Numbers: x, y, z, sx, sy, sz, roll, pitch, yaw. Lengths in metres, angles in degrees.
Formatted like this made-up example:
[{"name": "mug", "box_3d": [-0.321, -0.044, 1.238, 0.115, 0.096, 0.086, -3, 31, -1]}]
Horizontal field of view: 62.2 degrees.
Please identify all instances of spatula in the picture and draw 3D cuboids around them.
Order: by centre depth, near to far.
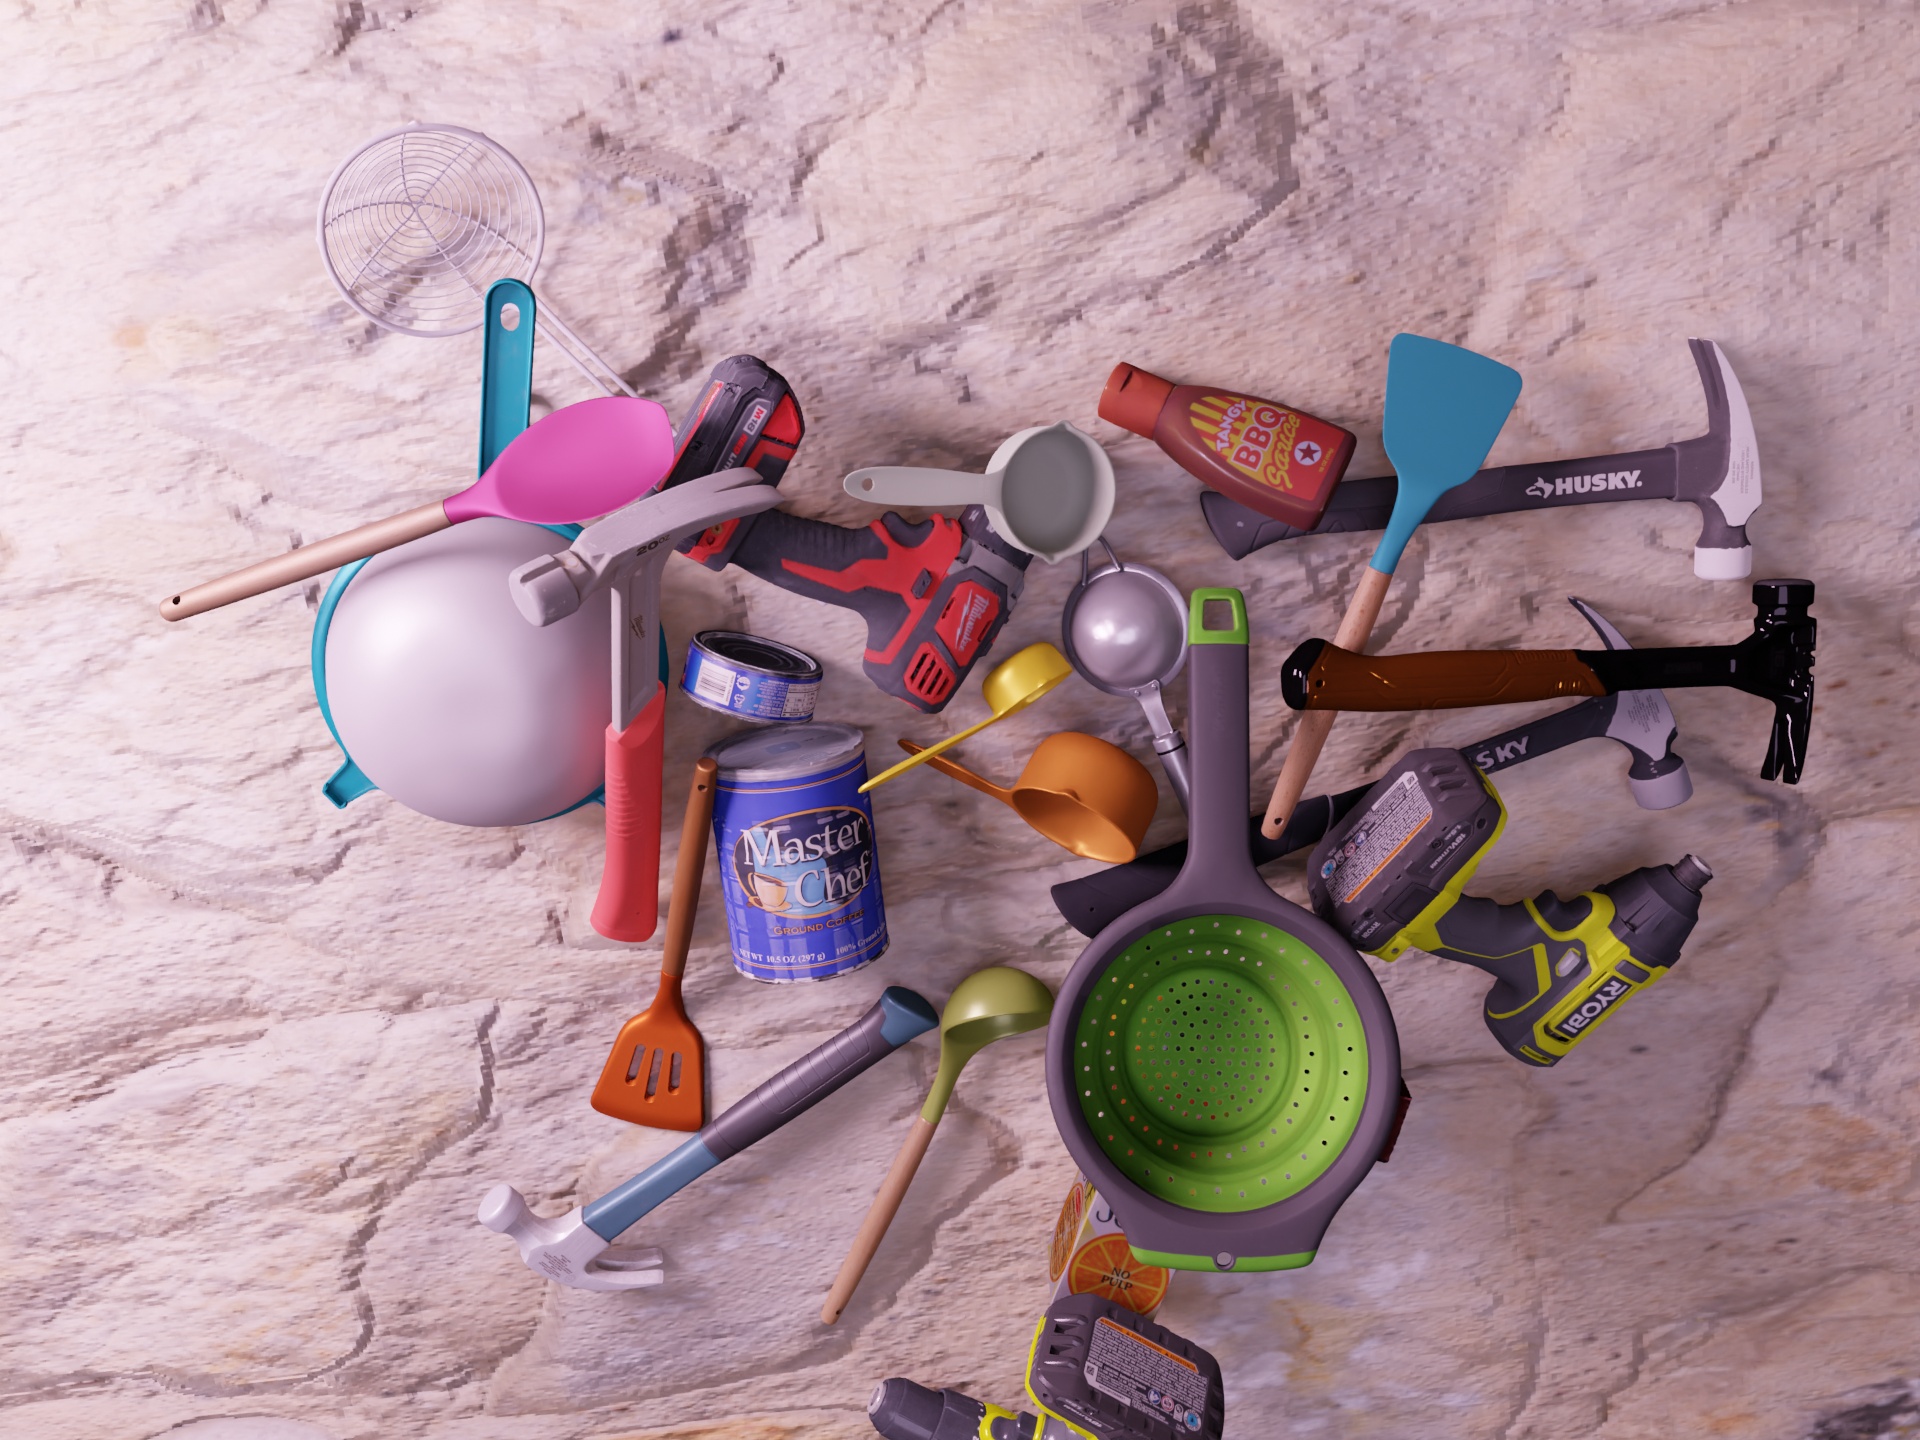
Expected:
[{"name": "spatula", "box_3d": [0.245, -0.070, 0.967, 0.082, 0.044, 0.317, 17, 110, -4]}, {"name": "spatula", "box_3d": [-0.185, 0.151, 1.030, 0.081, 0.041, 0.322, 13, 129, -4]}]

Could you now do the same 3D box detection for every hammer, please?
[{"name": "hammer", "box_3d": [-0.182, 0.014, 0.927, 0.037, 0.149, 0.358, 44, 145, 24]}, {"name": "hammer", "box_3d": [0.357, -0.020, 0.960, 0.337, 0.034, 0.127, -2, 96, -9]}, {"name": "hammer", "box_3d": [0.315, -0.145, 0.973, 0.335, 0.035, 0.146, -6, 106, 3]}, {"name": "hammer", "box_3d": [0.253, 0.052, 1.028, 0.409, 0.036, 0.149, -21, 103, 7]}, {"name": "hammer", "box_3d": [-0.160, 0.284, 1.090, 0.331, 0.033, 0.128, -35, 118, 6]}]

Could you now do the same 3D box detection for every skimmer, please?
[{"name": "skimmer", "box_3d": [-0.209, -0.193, 0.940, 0.363, 0.090, 0.127, 43, 98, -10]}]

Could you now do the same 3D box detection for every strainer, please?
[{"name": "strainer", "box_3d": [-0.269, -0.076, 0.915, 0.211, 0.095, 0.340, 5, 111, -12]}, {"name": "strainer", "box_3d": [0.128, 0.006, 0.996, 0.087, 0.050, 0.258, -21, 99, 29]}]

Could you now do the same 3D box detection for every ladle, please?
[{"name": "ladle", "box_3d": [-0.025, 0.302, 1.094, 0.078, 0.062, 0.320, 10, 113, -39]}]

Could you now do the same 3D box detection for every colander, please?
[{"name": "colander", "box_3d": [0.154, 0.121, 0.967, 0.204, 0.094, 0.397, 0, 84, 2]}]

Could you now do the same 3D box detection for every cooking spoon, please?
[{"name": "cooking spoon", "box_3d": [-0.302, -0.107, 0.872, 0.319, 0.017, 0.069, -17, 74, 11]}]

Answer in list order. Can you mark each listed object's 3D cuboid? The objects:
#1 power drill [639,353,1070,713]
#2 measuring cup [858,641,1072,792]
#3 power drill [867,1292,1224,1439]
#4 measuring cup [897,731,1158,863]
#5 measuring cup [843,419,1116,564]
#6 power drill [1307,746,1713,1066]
[{"name": "power drill", "box_3d": [-0.054, -0.129, 0.944, 0.226, 0.080, 0.188, 30, 95, -23]}, {"name": "measuring cup", "box_3d": [-0.002, -0.003, 0.987, 0.156, 0.062, 0.029, -29, 83, -15]}, {"name": "power drill", "box_3d": [0.056, 0.483, 1.096, 0.190, 0.080, 0.228, 30, 132, -7]}, {"name": "measuring cup", "box_3d": [0.045, 0.030, 1.016, 0.174, 0.095, 0.052, 24, 69, 19]}, {"name": "measuring cup", "box_3d": [0.008, -0.133, 0.911, 0.167, 0.038, 0.083, -1, 101, -23]}, {"name": "power drill", "box_3d": [0.346, 0.114, 0.995, 0.223, 0.080, 0.171, 27, 116, -21]}]
